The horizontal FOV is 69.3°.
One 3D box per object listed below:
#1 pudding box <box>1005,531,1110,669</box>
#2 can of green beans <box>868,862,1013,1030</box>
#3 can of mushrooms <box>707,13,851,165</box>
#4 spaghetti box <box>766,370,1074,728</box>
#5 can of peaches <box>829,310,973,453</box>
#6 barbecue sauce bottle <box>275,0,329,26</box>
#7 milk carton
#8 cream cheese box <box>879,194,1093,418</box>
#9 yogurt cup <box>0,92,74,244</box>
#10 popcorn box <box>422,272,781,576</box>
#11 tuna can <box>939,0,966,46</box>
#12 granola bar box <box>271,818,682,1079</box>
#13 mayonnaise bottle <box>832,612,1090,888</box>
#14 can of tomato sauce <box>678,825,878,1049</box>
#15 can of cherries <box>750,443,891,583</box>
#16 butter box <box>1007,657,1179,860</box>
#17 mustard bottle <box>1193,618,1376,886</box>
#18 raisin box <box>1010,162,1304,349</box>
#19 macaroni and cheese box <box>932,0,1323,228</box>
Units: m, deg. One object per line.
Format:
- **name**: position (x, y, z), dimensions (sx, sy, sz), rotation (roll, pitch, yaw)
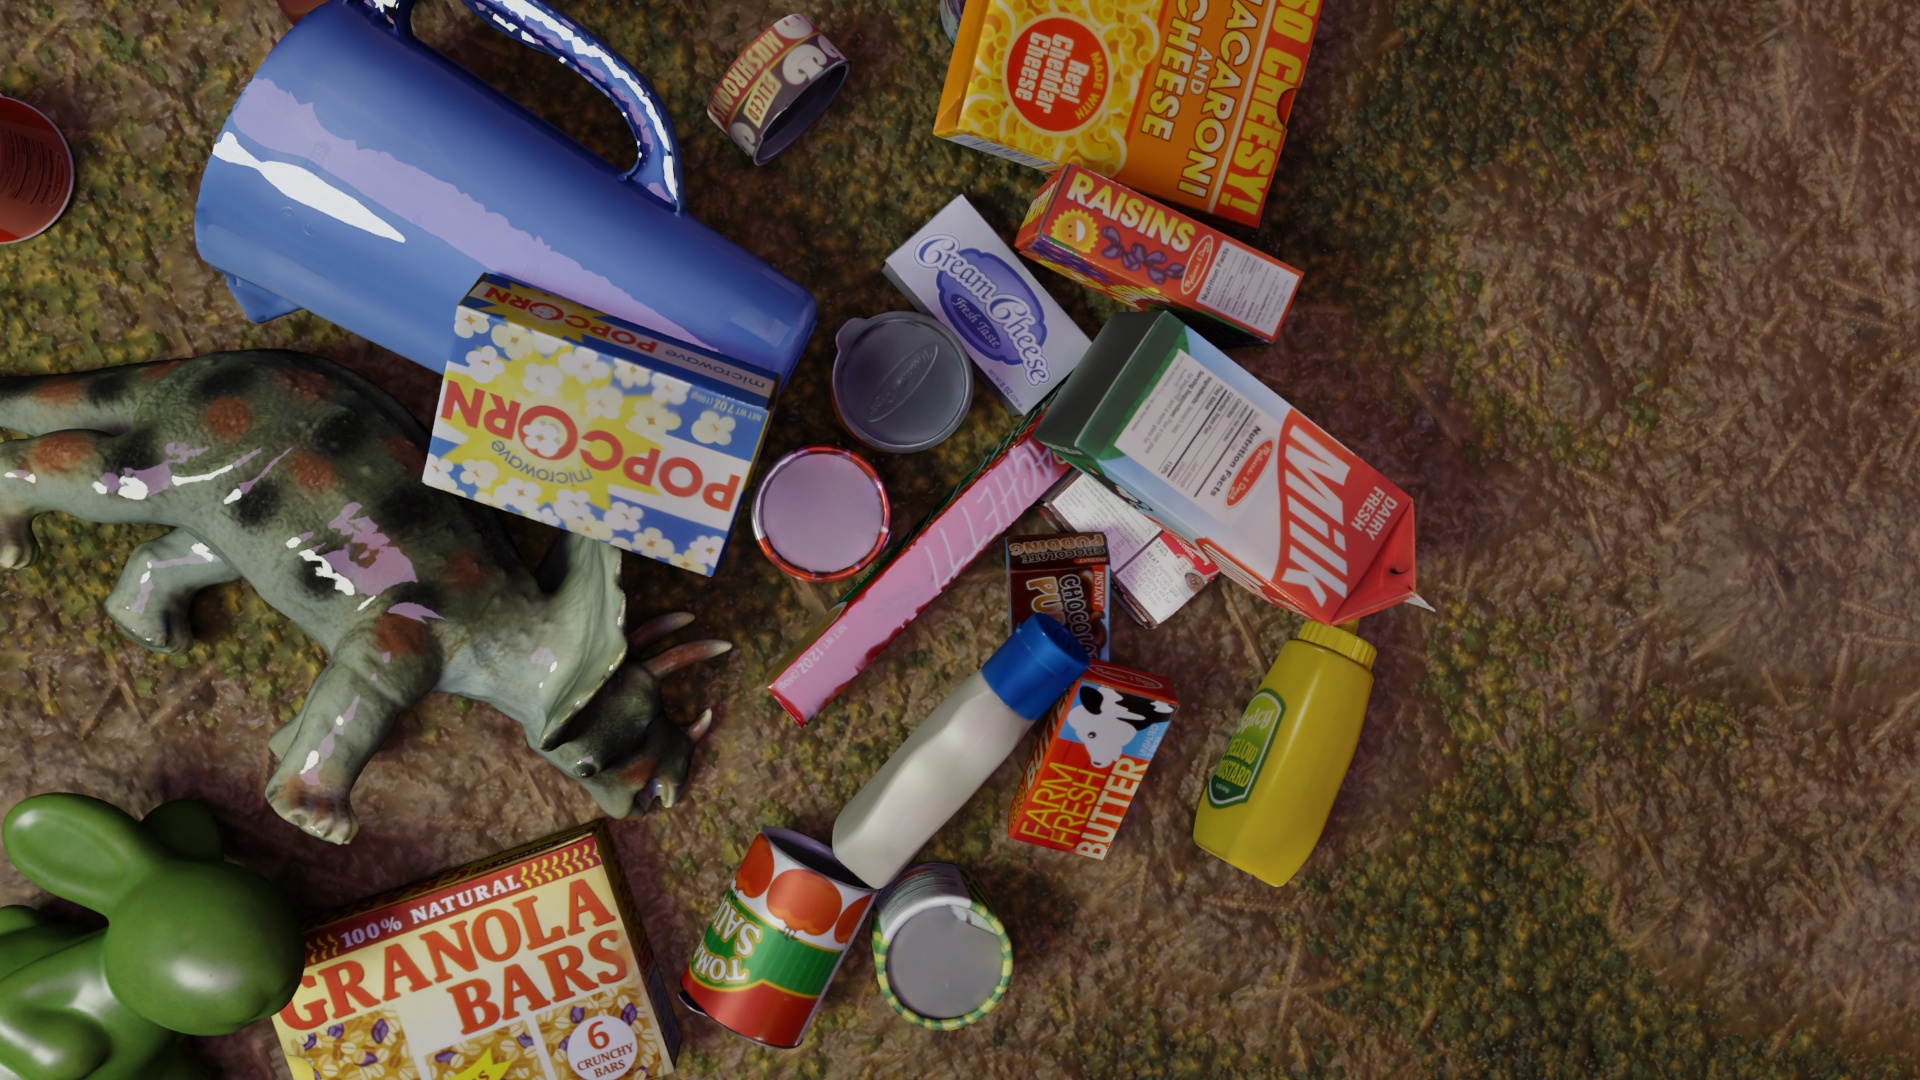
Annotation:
- **pudding box**: position (0.048, 0.036, 0.679), dimensions (0.050, 0.030, 0.083), rotation (-3, 128, 0)
- **can of green beans**: position (-0.010, 0.199, 0.684), dimensions (0.071, 0.058, 0.071), rotation (0, 92, -7)
- **can of mushrooms**: position (-0.086, -0.213, 0.655), dimensions (0.033, 0.071, 0.071), rotation (45, 86, -5)
- **spaghetti box**: position (0.002, -0.009, 0.684), dimensions (0.250, 0.050, 0.028), rotation (-45, 98, -4)
- **can of peaches**: position (-0.031, -0.077, 0.673), dimensions (0.071, 0.058, 0.071), rotation (0, 92, -7)
- **barbecue sauce bottle**: position (-0.249, -0.290, 0.645), dimensions (0.149, 0.043, 0.065), rotation (-22, 95, -7)
- **milk carton**: position (0.136, -0.023, 0.648), dimensions (0.190, 0.072, 0.073), rotation (34, 89, -14)
- **cream cheese box**: position (0.014, -0.117, 0.695), dimensions (0.053, 0.024, 0.103), rotation (-43, 97, -5)
- **yogurt cup**: position (-0.443, -0.170, 0.618), dimensions (0.072, 0.054, 0.072), rotation (0, 93, -8)
- **popcorn box**: position (-0.146, -0.046, 0.568), dimensions (0.127, 0.038, 0.084), rotation (19, 120, -9)
- **tuna can**: position (0.026, -0.268, 0.687), dimensions (0.071, 0.033, 0.071), rotation (0, 92, -7)
- **granola bar box**: position (-0.233, 0.220, 0.665), dimensions (0.166, 0.039, 0.124), rotation (-18, 94, -7)
- **mayonnaise bottle**: position (0.000, 0.098, 0.661), dimensions (0.041, 0.065, 0.147), rotation (41, 105, -4)
- **can of tomato sauce**: position (-0.088, 0.189, 0.669), dimensions (0.071, 0.071, 0.083), rotation (28, 88, -8)
- **can of cherries**: position (-0.065, -0.013, 0.670), dimensions (0.071, 0.058, 0.071), rotation (0, 92, -7)
- **butter box**: position (0.064, 0.109, 0.688), dimensions (0.053, 0.024, 0.103), rotation (16, 115, -10)
- **mustard bottle**: position (0.173, 0.092, 0.705), dimensions (0.049, 0.065, 0.160), rotation (28, 82, -13)
- **raisin box**: position (0.092, -0.135, 0.673), dimensions (0.123, 0.086, 0.040), rotation (24, 94, -8)
- **macaroni and cheese box**: position (0.083, -0.231, 0.666), dimensions (0.166, 0.040, 0.123), rotation (12, 98, -21)
